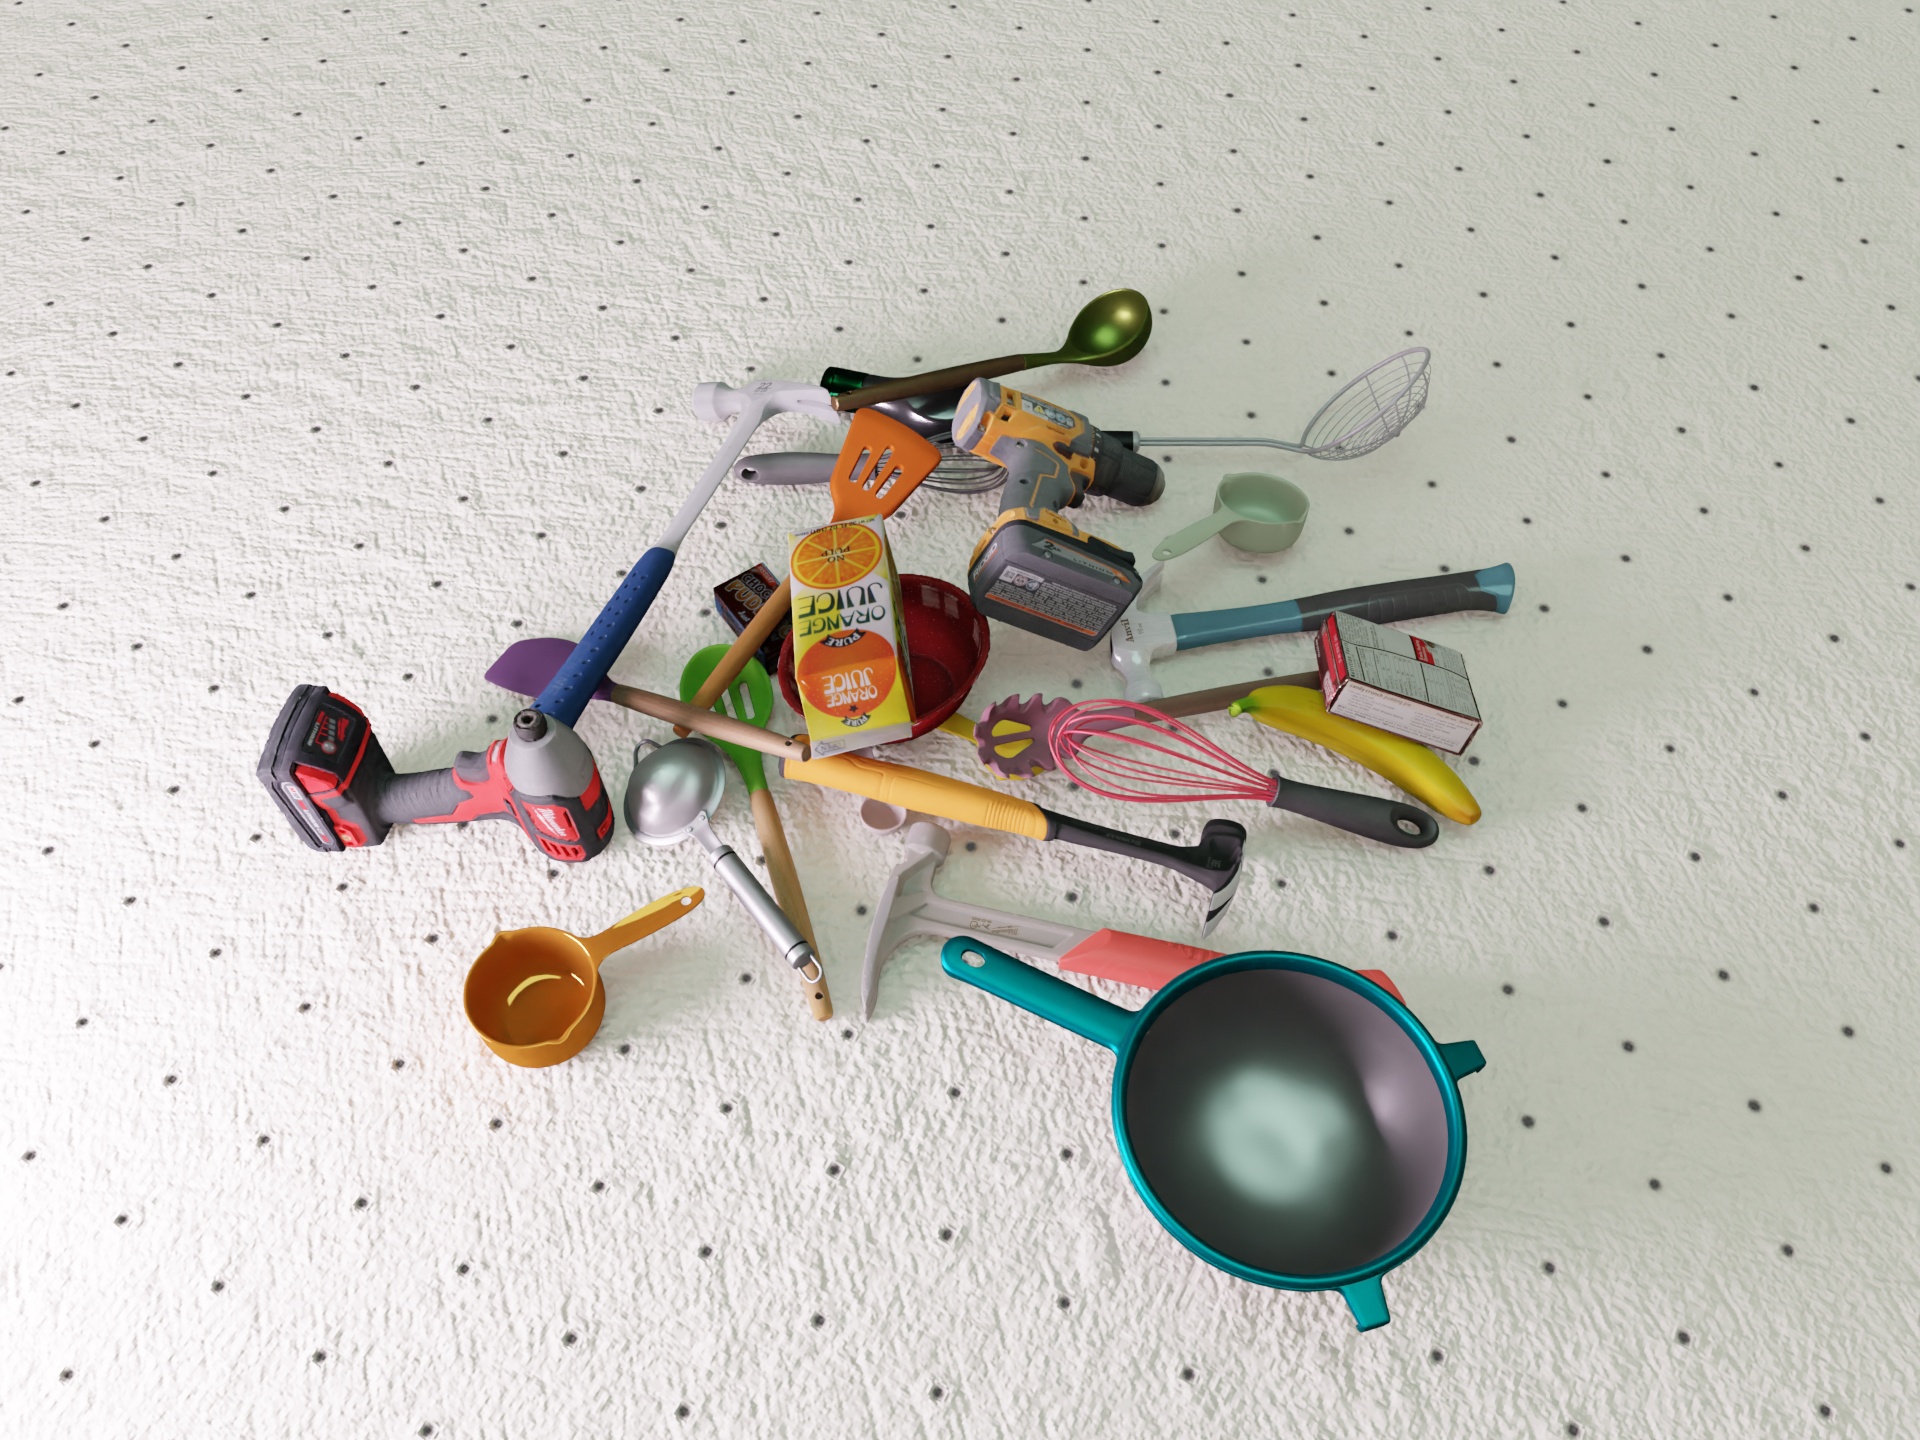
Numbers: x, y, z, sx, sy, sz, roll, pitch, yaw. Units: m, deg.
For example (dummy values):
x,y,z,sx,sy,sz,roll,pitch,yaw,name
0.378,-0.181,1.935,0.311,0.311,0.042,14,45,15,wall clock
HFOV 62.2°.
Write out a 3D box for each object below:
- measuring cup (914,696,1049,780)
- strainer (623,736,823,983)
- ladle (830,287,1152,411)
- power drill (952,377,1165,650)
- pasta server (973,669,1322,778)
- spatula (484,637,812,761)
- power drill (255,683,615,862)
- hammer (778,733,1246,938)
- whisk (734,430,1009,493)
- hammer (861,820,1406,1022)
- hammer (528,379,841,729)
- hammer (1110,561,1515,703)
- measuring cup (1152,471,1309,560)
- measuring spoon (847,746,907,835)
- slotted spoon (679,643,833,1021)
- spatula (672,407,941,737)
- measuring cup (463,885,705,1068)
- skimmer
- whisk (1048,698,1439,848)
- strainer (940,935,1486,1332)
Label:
x,y,z,sx,sy,sz,roll,pitch,yaw,name
-0.002,-0.004,1.202,0.156,0.029,0.062,22,59,16,measuring cup
-0.172,0.090,1.122,0.087,0.050,0.259,-44,61,-1,strainer
0.030,-0.313,1.357,0.320,0.062,0.078,-19,39,-28,ladle
0.087,-0.162,1.247,0.185,0.084,0.226,18,44,-21,power drill
0.155,-0.009,1.178,0.316,0.040,0.060,-10,90,-17,pasta server
-0.233,-0.016,1.172,0.316,0.018,0.060,16,56,32,spatula
-0.361,0.037,1.112,0.219,0.143,0.079,3,53,6,power drill
0.030,0.069,1.115,0.337,0.034,0.127,14,23,10,hammer
-0.073,-0.216,1.340,0.239,0.055,0.055,-1,56,4,whisk
0.116,0.170,1.078,0.359,0.036,0.149,12,57,9,hammer
-0.226,-0.138,1.250,0.144,0.035,0.406,3,49,26,hammer
0.279,-0.083,1.252,0.331,0.033,0.128,-8,57,-5,hammer
0.210,-0.149,1.275,0.167,0.038,0.083,-29,52,-32,measuring cup
-0.071,0.040,1.186,0.034,0.018,0.124,-12,49,-15,measuring spoon
-0.141,0.076,1.152,0.070,0.031,0.314,-16,59,-10,slotted spoon
-0.127,-0.113,1.233,0.081,0.041,0.323,32,61,3,spatula
-0.247,0.168,1.075,0.173,0.052,0.095,-29,60,-20,measuring cup
0.209,-0.265,1.343,0.363,0.090,0.127,0,23,3,skimmer
0.203,0.044,1.126,0.295,0.073,0.073,15,56,-8,whisk
0.139,0.232,1.002,0.340,0.095,0.211,23,58,17,strainer
